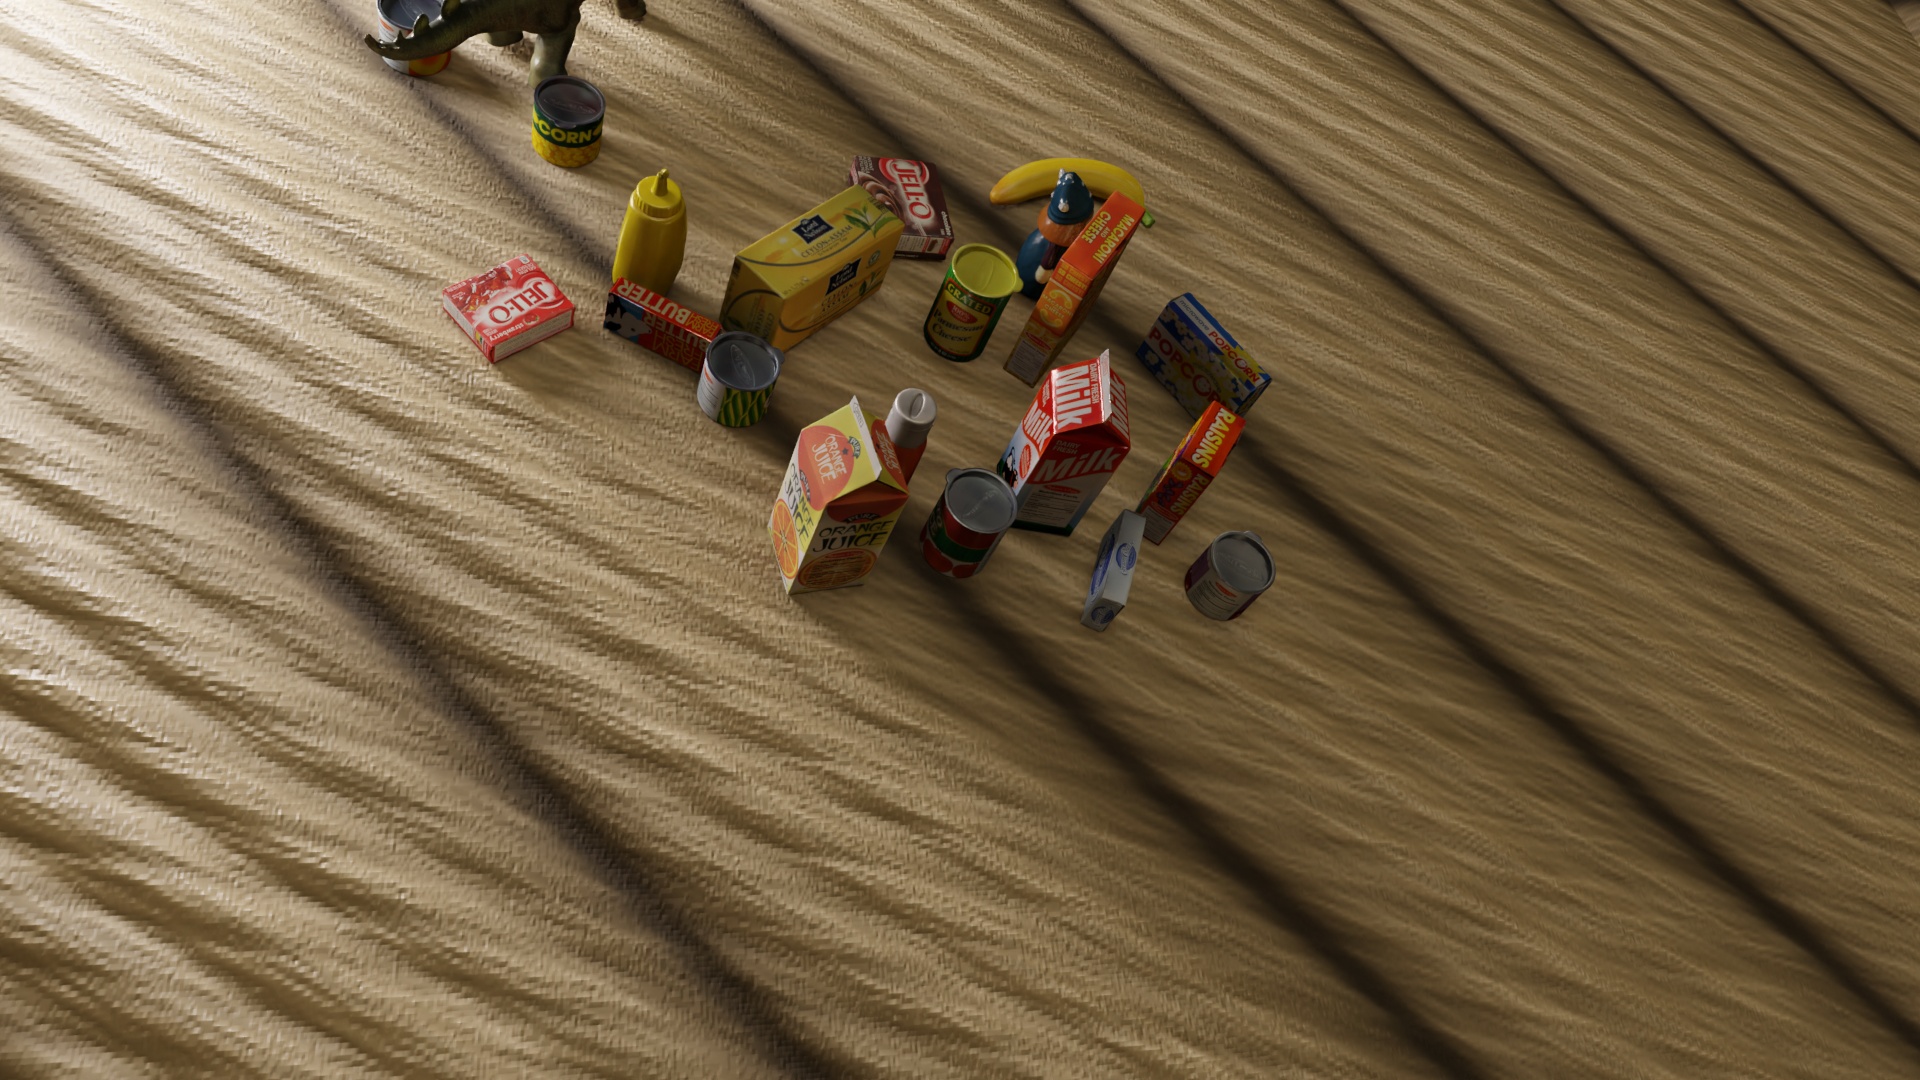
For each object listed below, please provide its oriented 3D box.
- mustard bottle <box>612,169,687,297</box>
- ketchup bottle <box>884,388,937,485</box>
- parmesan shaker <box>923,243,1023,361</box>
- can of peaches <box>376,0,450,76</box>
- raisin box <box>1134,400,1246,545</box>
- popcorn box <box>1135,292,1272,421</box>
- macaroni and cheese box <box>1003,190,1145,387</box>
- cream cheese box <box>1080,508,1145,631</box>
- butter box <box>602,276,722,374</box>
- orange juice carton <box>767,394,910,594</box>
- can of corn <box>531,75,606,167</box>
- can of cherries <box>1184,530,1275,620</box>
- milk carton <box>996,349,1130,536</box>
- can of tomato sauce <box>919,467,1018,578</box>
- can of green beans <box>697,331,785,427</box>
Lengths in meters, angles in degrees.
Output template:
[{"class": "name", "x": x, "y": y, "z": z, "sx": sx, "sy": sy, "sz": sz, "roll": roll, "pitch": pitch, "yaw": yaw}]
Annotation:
[{"class": "mustard bottle", "x": -0.273, "y": -0.277, "z": 1.237, "sx": 0.049, "sy": 0.159, "sz": 0.065, "roll": 32, "pitch": 54, "yaw": 1}, {"class": "ketchup bottle", "x": -0.056, "y": -0.073, "z": 1.195, "sx": 0.043, "sy": 0.148, "sz": 0.065, "roll": 22, "pitch": 55, "yaw": -6}, {"class": "parmesan shaker", "x": 0.011, "y": -0.227, "z": 1.344, "sx": 0.071, "sy": 0.102, "sz": 0.071, "roll": 9, "pitch": 57, "yaw": -14}, {"class": "can of peaches", "x": -0.526, "y": -0.494, "z": 1.344, "sx": 0.071, "sy": 0.057, "sz": 0.071, "roll": 9, "pitch": 57, "yaw": -14}, {"class": "raisin box", "x": 0.212, "y": -0.062, "z": 1.301, "sx": 0.040, "sy": 0.122, "sz": 0.086, "roll": 34, "pitch": 54, "yaw": 3}, {"class": "popcorn box", "x": 0.245, "y": -0.177, "z": 1.408, "sx": 0.038, "sy": 0.084, "sz": 0.127, "roll": -31, "pitch": 74, "yaw": -32}, {"class": "macaroni and cheese box", "x": 0.111, "y": -0.243, "z": 1.351, "sx": 0.040, "sy": 0.165, "sz": 0.124, "roll": 34, "pitch": 54, "yaw": 3}, {"class": "cream cheese box", "x": 0.139, "y": 0.027, "z": 1.261, "sx": 0.024, "sy": 0.053, "sz": 0.104, "roll": 23, "pitch": 54, "yaw": -6}, {"class": "butter box", "x": -0.268, "y": -0.193, "z": 1.252, "sx": 0.103, "sy": 0.052, "sz": 0.024, "roll": 25, "pitch": 54, "yaw": -3}, {"class": "orange juice carton", "x": -0.098, "y": -0.035, "z": 1.129, "sx": 0.073, "sy": 0.191, "sz": 0.072, "roll": -8, "pitch": 63, "yaw": -24}, {"class": "can of corn", "x": -0.379, "y": -0.401, "z": 1.339, "sx": 0.071, "sy": 0.058, "sz": 0.071, "roll": 9, "pitch": 57, "yaw": -14}, {"class": "can of cherries", "x": 0.252, "y": 0.032, "z": 1.296, "sx": 0.071, "sy": 0.058, "sz": 0.072, "roll": 9, "pitch": 57, "yaw": -14}, {"class": "milk carton", "x": 0.096, "y": -0.086, "z": 1.232, "sx": 0.073, "sy": 0.189, "sz": 0.072, "roll": 9, "pitch": 57, "yaw": -15}, {"class": "can of tomato sauce", "x": 0.004, "y": -0.015, "z": 1.221, "sx": 0.071, "sy": 0.082, "sz": 0.071, "roll": 9, "pitch": 57, "yaw": -14}, {"class": "can of green beans", "x": -0.199, "y": -0.143, "z": 1.243, "sx": 0.071, "sy": 0.057, "sz": 0.071, "roll": 9, "pitch": 57, "yaw": -14}]
